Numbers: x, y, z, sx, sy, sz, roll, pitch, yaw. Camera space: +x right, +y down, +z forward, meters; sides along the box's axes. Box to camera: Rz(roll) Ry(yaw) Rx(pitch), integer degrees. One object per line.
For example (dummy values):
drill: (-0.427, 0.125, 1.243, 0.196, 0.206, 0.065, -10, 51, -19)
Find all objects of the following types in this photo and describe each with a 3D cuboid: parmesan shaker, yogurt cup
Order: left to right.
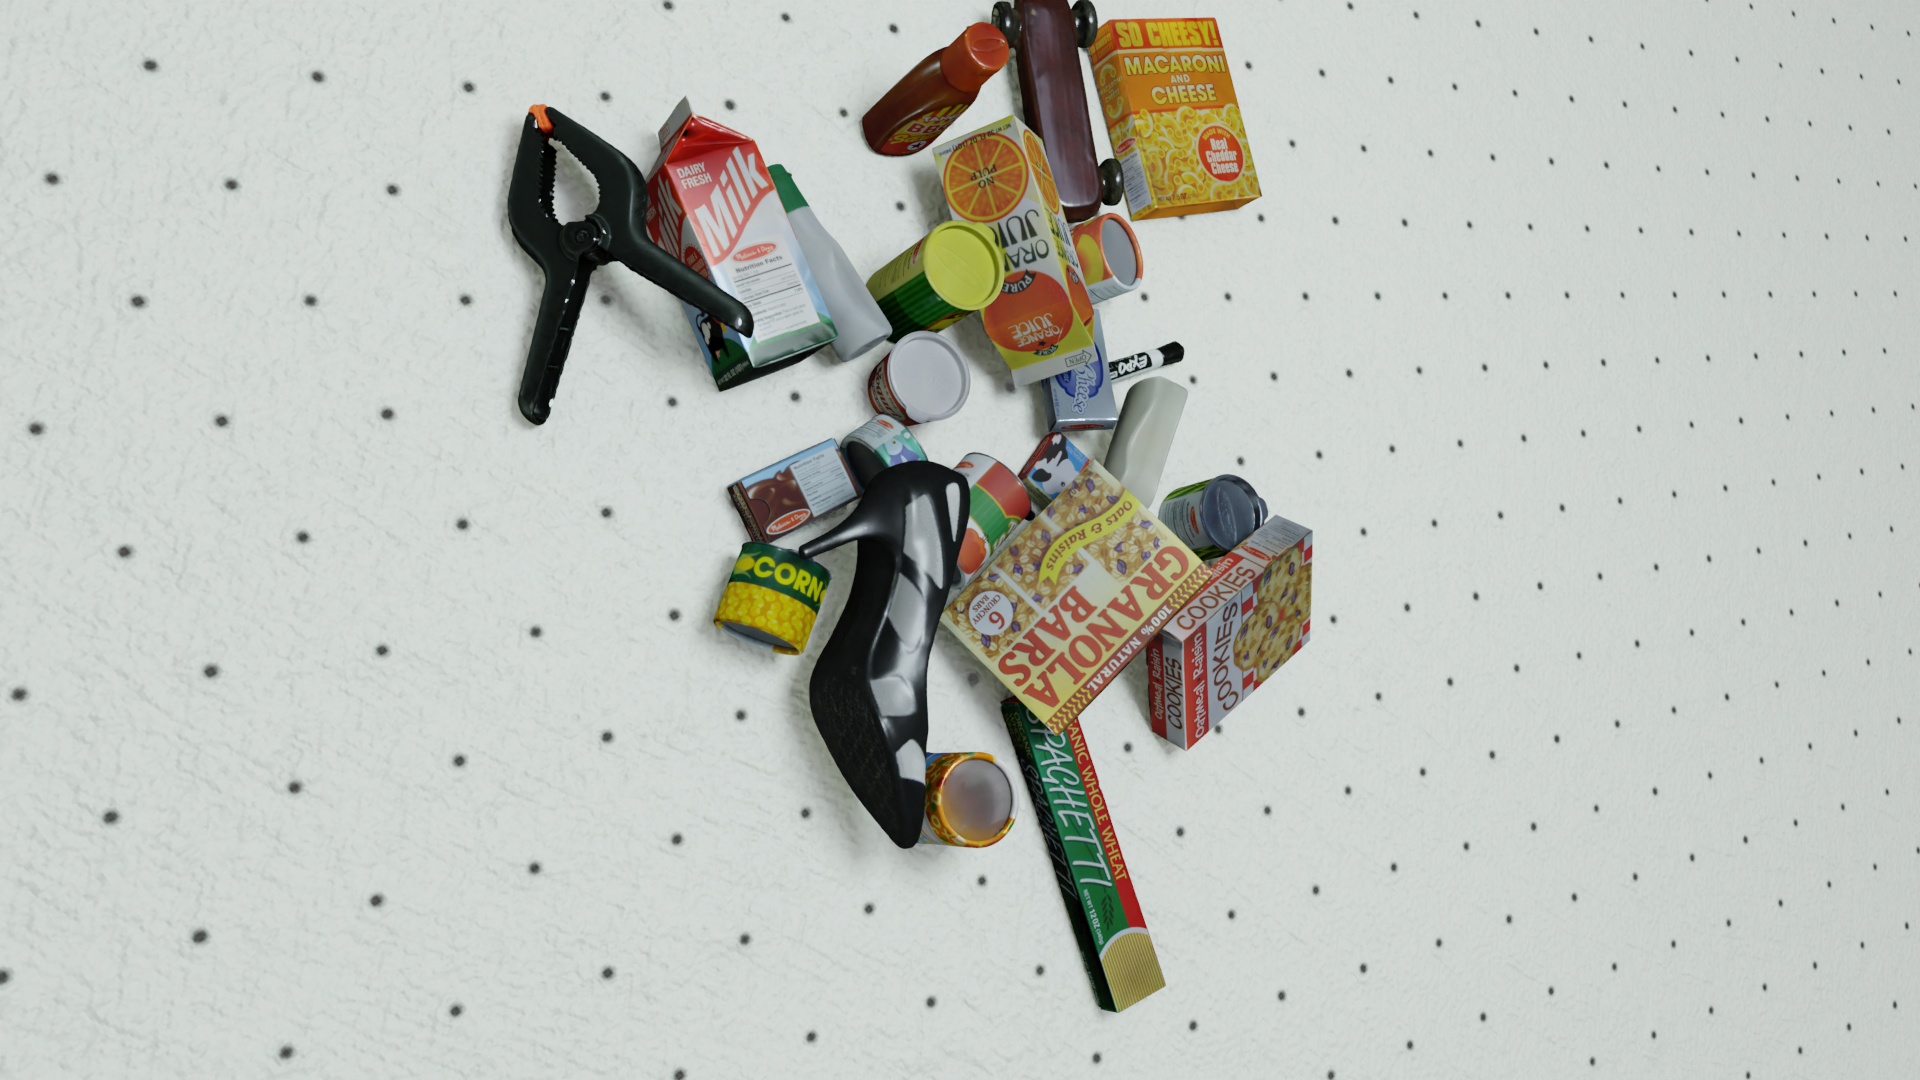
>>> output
yogurt cup: (-0.034, -0.117, 1.039, 0.072, 0.054, 0.072, 6, 78, -28)
parmesan shaker: (-0.020, -0.191, 1.032, 0.071, 0.103, 0.071, 5, 79, -28)

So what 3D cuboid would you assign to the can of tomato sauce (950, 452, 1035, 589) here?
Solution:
can of tomato sauce: (0.004, -0.013, 1.034, 0.071, 0.071, 0.083, 49, 63, -13)

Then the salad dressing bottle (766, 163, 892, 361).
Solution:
salad dressing bottle: (-0.106, -0.204, 1.016, 0.044, 0.064, 0.147, -32, 90, 14)

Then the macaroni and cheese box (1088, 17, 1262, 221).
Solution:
macaroni and cheese box: (0.187, -0.370, 1.216, 0.124, 0.040, 0.166, -13, 88, -30)

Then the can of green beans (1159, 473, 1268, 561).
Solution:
can of green beans: (0.208, -0.017, 1.152, 0.071, 0.057, 0.071, 5, 78, -28)

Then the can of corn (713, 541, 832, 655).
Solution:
can of corn: (-0.128, 0.040, 0.949, 0.071, 0.071, 0.058, 27, 70, -23)

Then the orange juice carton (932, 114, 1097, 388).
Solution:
orange juice carton: (0.047, -0.218, 1.070, 0.073, 0.071, 0.192, -1, 74, -70)

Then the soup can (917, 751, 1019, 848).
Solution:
soup can: (-0.009, 0.183, 0.980, 0.071, 0.083, 0.071, 5, 79, -28)

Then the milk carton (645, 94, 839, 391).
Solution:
milk carton: (-0.165, -0.210, 0.974, 0.074, 0.072, 0.190, -25, 95, -30)

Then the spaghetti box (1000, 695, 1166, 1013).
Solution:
spaghetti box: (0.093, 0.232, 1.059, 0.050, 0.028, 0.250, -18, 90, -29)

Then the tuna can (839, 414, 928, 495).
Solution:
tuna can: (-0.054, -0.054, 1.010, 0.033, 0.071, 0.071, -37, 99, -28)

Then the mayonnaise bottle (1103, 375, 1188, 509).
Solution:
mayonnaise bottle: (0.135, -0.053, 1.088, 0.041, 0.064, 0.148, 23, 74, -15)

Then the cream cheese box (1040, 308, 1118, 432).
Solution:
cream cheese box: (0.091, -0.136, 1.109, 0.053, 0.024, 0.104, -2, 68, -14)

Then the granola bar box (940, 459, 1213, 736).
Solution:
granola bar box: (0.085, 0.042, 1.027, 0.124, 0.039, 0.165, 44, 87, 8)

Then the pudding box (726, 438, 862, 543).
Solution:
pudding box: (-0.118, -0.035, 0.991, 0.084, 0.030, 0.049, -29, 96, -30)

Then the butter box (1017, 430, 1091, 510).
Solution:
butter box: (0.096, -0.034, 1.113, 0.103, 0.024, 0.053, 42, 65, -16)

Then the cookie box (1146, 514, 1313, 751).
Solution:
cookie box: (0.217, 0.073, 1.117, 0.168, 0.040, 0.122, -35, 135, -29)

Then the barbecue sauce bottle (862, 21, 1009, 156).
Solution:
barbecue sauce bottle: (-0.016, -0.335, 1.034, 0.065, 0.148, 0.043, -18, 90, -30)

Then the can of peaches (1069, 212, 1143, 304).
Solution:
can of peaches: (0.107, -0.228, 1.123, 0.071, 0.058, 0.071, 18, 66, -47)
